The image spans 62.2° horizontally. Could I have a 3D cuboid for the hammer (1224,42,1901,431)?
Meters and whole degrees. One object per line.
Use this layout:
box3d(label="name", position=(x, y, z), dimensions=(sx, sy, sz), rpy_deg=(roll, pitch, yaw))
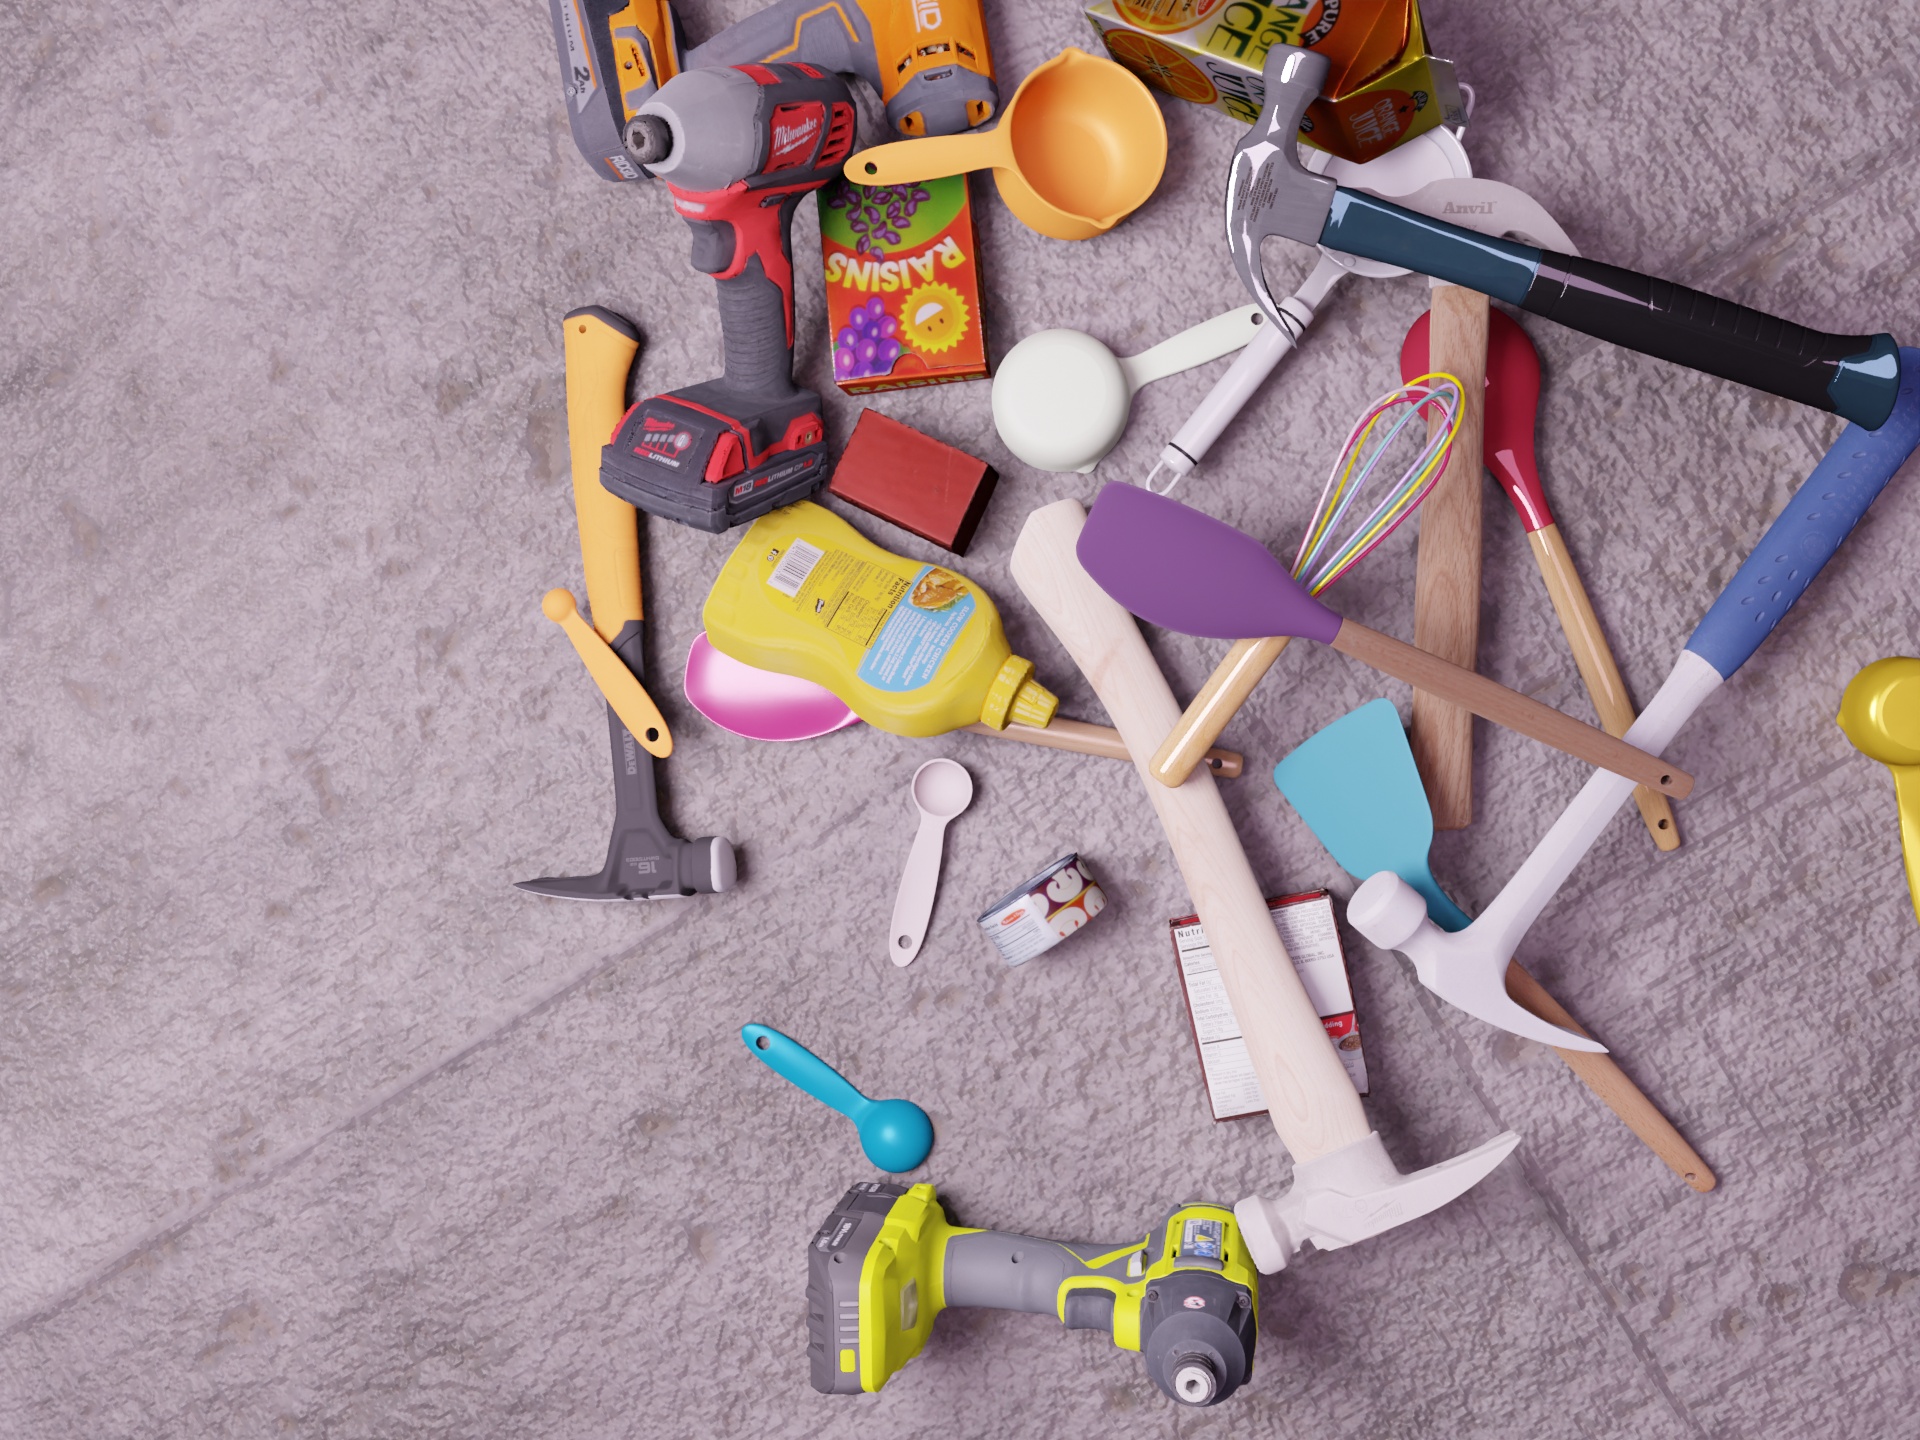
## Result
box3d(label="hammer", position=(0.283, -0.207, 0.754), dimensions=(0.331, 0.033, 0.128), rpy_deg=(18, 114, 2))

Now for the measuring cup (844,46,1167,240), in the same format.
box3d(label="measuring cup", position=(0.020, -0.293, 0.839), dimensions=(0.173, 0.052, 0.095), rpy_deg=(-12, 91, -12))

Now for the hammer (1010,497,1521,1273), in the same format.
box3d(label="hammer", position=(0.139, 0.066, 0.834), dimensions=(0.146, 0.038, 0.411), rpy_deg=(-24, 79, 5))

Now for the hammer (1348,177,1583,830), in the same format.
box3d(label="hammer", position=(0.256, -0.106, 0.820), dimensions=(0.130, 0.031, 0.331), rpy_deg=(1, 101, 9))

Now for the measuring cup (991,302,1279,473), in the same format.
box3d(label="measuring cup", position=(0.095, -0.192, 0.861), dimensions=(0.167, 0.038, 0.083), rpy_deg=(-22, 89, 9))

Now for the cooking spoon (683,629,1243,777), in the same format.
box3d(label="cooking spoon", position=(-0.001, -0.003, 0.890), dimensions=(0.319, 0.017, 0.069), rpy_deg=(10, 91, 8))

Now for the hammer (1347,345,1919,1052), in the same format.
box3d(label="hammer", position=(0.371, -0.015, 0.801), dimensions=(0.144, 0.035, 0.405), rpy_deg=(39, 87, -8))

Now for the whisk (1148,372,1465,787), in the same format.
box3d(label="whisk", position=(0.171, -0.069, 0.798), dimensions=(0.047, 0.051, 0.245), rpy_deg=(40, 102, 24))

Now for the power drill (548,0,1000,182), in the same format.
box3d(label="power drill", position=(-0.103, -0.390, 0.864), dimensions=(0.226, 0.084, 0.164), rpy_deg=(-10, 90, 3))

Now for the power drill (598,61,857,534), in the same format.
box3d(label="power drill", position=(-0.120, -0.215, 0.805), dimensions=(0.079, 0.143, 0.219), rpy_deg=(23, 121, 23))

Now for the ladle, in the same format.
box3d(label="ladle", position=(0.316, -0.077, 0.843), dimensions=(0.069, 0.031, 0.315), rpy_deg=(-23, 90, 9))

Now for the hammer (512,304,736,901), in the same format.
box3d(label="hammer", position=(-0.202, -0.065, 0.904), dimensions=(0.127, 0.034, 0.337), rpy_deg=(-5, 89, 15))

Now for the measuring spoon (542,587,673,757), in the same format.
box3d(label="measuring spoon", position=(-0.196, -0.026, 0.878), dimensions=(0.021, 0.011, 0.117), rpy_deg=(-39, 81, 12))

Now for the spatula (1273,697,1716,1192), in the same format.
box3d(label="spatula", position=(0.293, 0.129, 0.839), dimensions=(0.317, 0.044, 0.082), rpy_deg=(46, 126, -5))

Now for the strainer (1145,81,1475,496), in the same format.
box3d(label="strainer", position=(0.181, -0.222, 0.842), dimensions=(0.087, 0.050, 0.258), rpy_deg=(40, 96, 8))

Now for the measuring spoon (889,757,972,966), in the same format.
box3d(label="measuring spoon", position=(-0.020, 0.080, 0.900), dimensions=(0.034, 0.018, 0.124), rpy_deg=(15, 100, 5))

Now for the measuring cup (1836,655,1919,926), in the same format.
box3d(label="measuring cup", position=(0.497, 0.044, 0.818), dimensions=(0.062, 0.029, 0.156), rpy_deg=(-10, 89, 8))

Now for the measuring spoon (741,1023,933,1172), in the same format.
box3d(label="measuring spoon", position=(-0.073, 0.213, 0.903), dimensions=(0.128, 0.021, 0.042), rpy_deg=(34, 95, 4))

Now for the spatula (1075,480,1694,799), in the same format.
box3d(label="spatula", position=(0.204, -0.030, 0.767), dimensions=(0.316, 0.018, 0.059), rpy_deg=(24, 108, 2))

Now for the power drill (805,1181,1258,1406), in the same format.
box3d(label="power drill", position=(0.040, 0.297, 0.819), dimensions=(0.223, 0.171, 0.080), rpy_deg=(-1, 93, 11))
